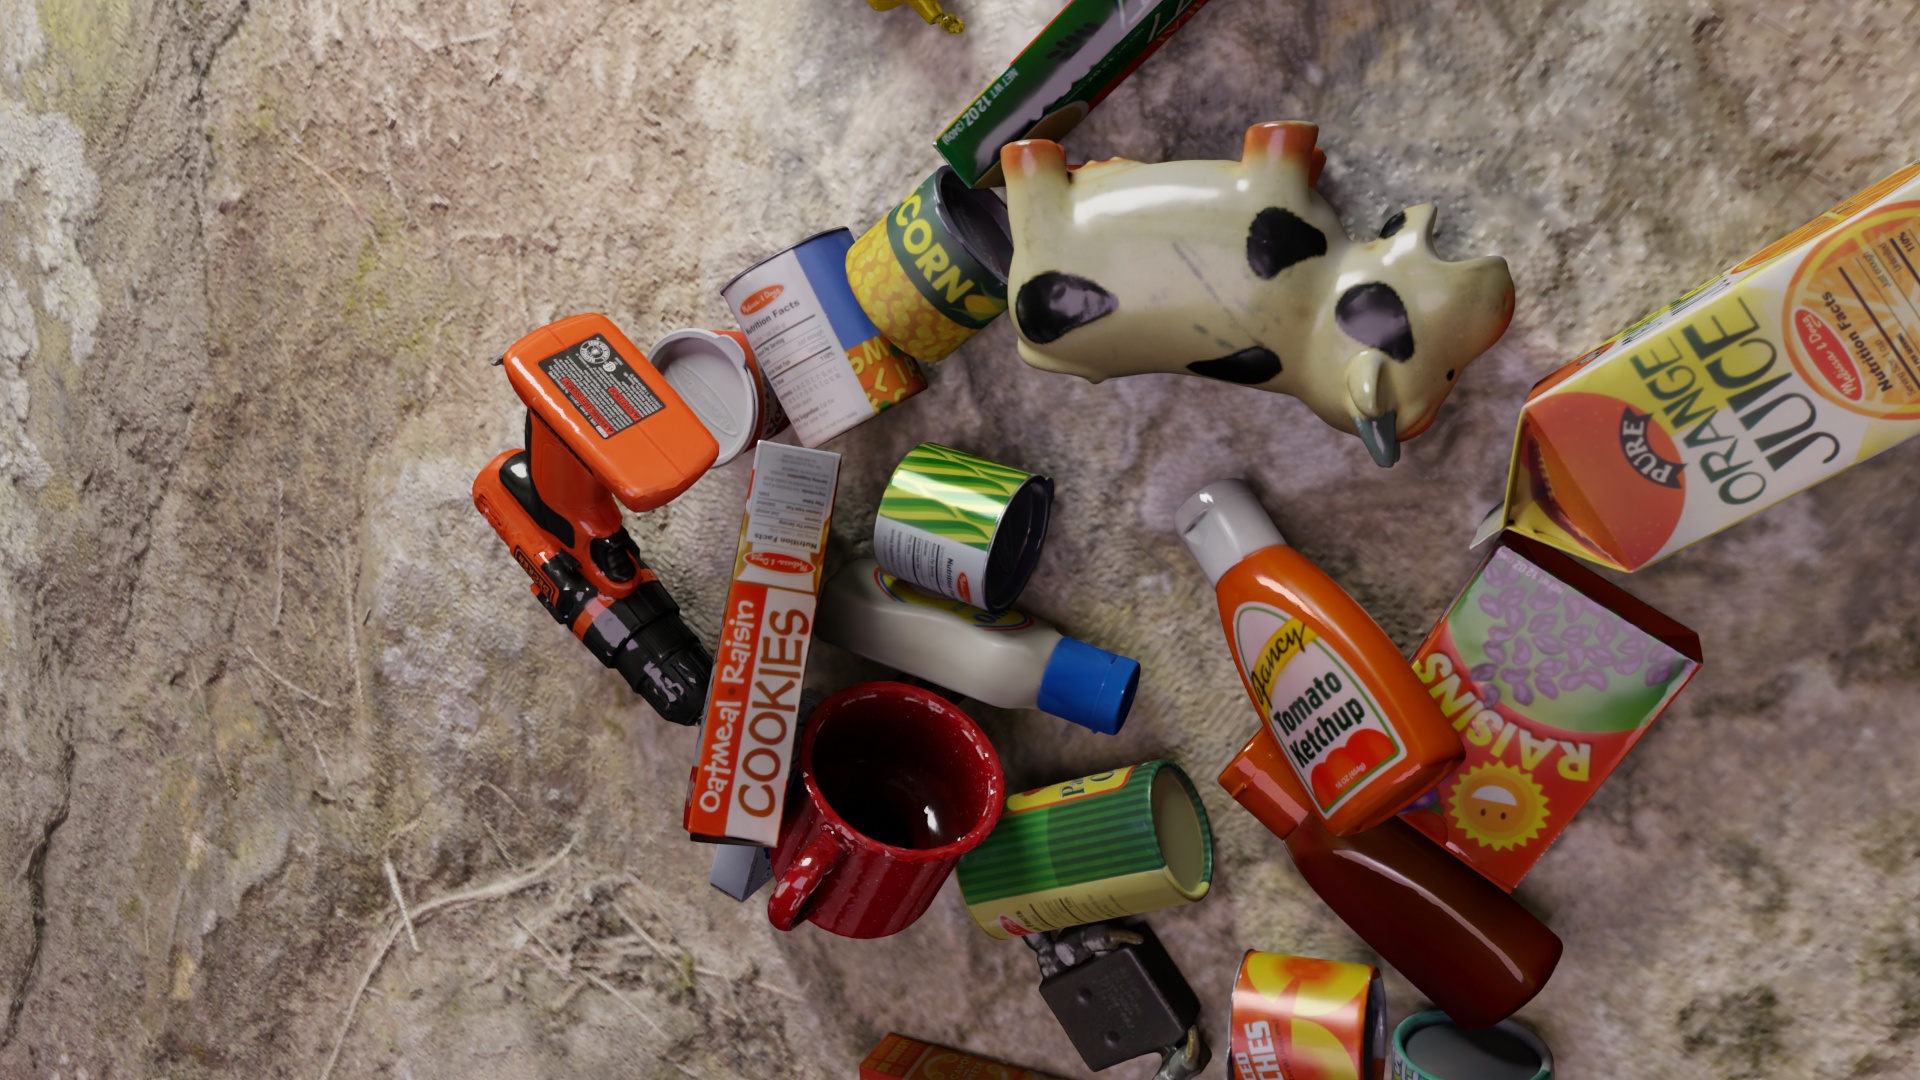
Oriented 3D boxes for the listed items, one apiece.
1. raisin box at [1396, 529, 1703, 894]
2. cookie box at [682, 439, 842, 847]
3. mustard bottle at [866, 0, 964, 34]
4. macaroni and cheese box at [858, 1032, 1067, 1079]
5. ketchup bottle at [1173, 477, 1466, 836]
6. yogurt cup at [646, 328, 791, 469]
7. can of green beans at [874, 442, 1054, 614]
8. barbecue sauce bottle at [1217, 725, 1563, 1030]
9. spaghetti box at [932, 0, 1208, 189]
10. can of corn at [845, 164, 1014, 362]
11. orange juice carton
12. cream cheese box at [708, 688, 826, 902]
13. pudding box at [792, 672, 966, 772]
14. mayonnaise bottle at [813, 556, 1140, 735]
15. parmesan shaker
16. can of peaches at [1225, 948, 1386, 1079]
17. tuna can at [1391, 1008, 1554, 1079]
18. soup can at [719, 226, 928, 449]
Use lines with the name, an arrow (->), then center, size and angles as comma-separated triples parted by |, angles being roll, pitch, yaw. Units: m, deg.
raisin box -> 0.223, 0.068, 0.562 | 0.086, 0.040, 0.122 | 34, 116, 14
cookie box -> -0.091, 0.051, 0.628 | 0.040, 0.122, 0.167 | 11, 78, -9
mustard bottle -> -0.052, -0.279, 0.595 | 0.048, 0.065, 0.160 | -37, 89, 25
macaroni and cheese box -> 0.028, 0.339, 0.726 | 0.166, 0.040, 0.123 | 5, 104, 25
ketchup bottle -> 0.139, 0.042, 0.567 | 0.064, 0.043, 0.149 | -53, 54, 39
yogurt cup -> -0.115, -0.073, 0.683 | 0.072, 0.054, 0.072 | 7, 106, 25
can of green beans -> 0.001, -0.007, 0.636 | 0.058, 0.071, 0.071 | 19, 111, 22
barbecue sauce bottle -> 0.178, 0.141, 0.597 | 0.149, 0.044, 0.064 | 41, 144, 13
spaghetti box -> 0.089, -0.230, 0.545 | 0.249, 0.050, 0.028 | -39, 87, 28
can of corn -> -0.009, -0.120, 0.609 | 0.058, 0.071, 0.071 | -35, 87, 30
orange juice carton -> 0.269, -0.051, 0.490 | 0.192, 0.072, 0.073 | -34, 87, 29
cream cheese box -> -0.098, 0.132, 0.727 | 0.024, 0.053, 0.103 | 25, 112, 17
pudding box -> -0.039, 0.093, 0.690 | 0.083, 0.050, 0.030 | -40, 86, 29
mayonnaise bottle -> 0.009, 0.049, 0.651 | 0.148, 0.065, 0.041 | 18, 107, 17
parmesan shaker -> 0.059, 0.145, 0.649 | 0.103, 0.071, 0.071 | -20, 94, 28
can of peaches -> 0.155, 0.220, 0.616 | 0.058, 0.071, 0.071 | 0, 103, 25
tuna can -> 0.215, 0.230, 0.591 | 0.071, 0.071, 0.032 | 2, 103, 26
soup can -> -0.061, -0.094, 0.644 | 0.071, 0.071, 0.083 | -25, 96, 29
